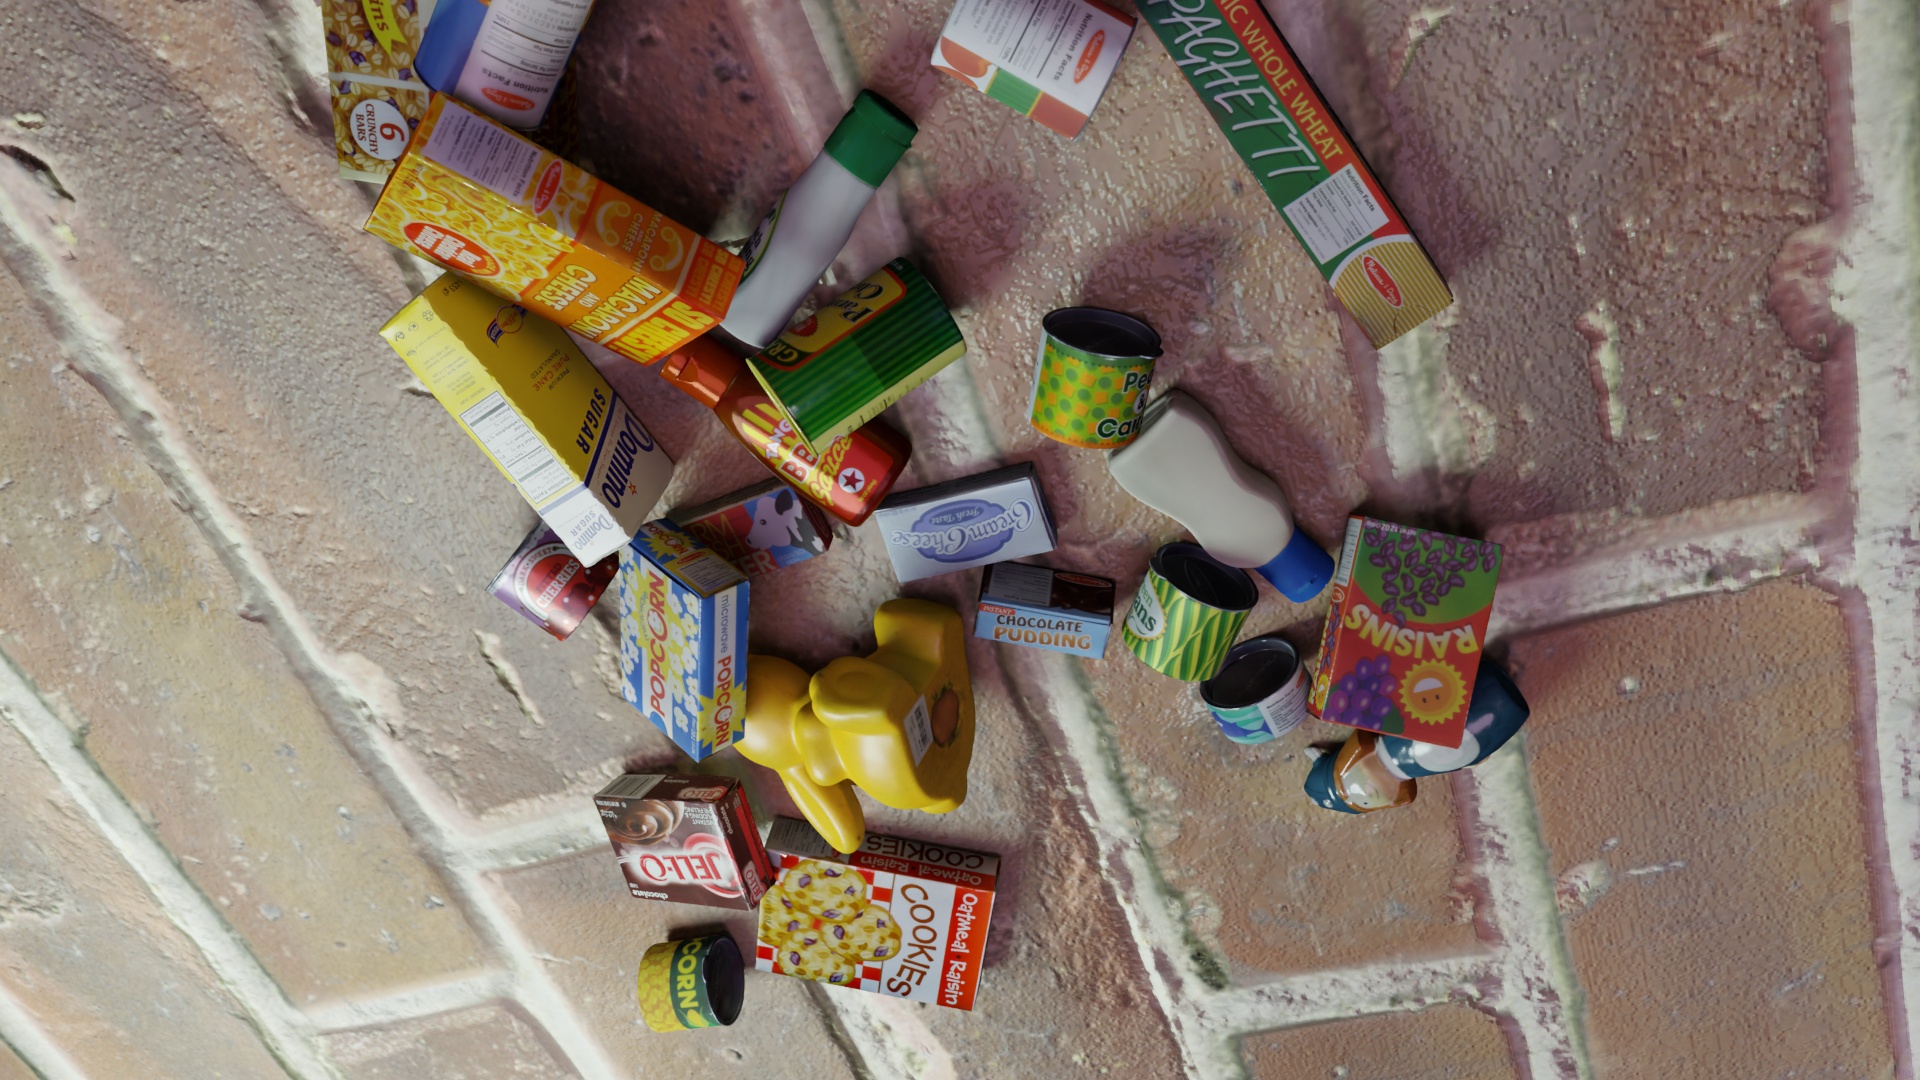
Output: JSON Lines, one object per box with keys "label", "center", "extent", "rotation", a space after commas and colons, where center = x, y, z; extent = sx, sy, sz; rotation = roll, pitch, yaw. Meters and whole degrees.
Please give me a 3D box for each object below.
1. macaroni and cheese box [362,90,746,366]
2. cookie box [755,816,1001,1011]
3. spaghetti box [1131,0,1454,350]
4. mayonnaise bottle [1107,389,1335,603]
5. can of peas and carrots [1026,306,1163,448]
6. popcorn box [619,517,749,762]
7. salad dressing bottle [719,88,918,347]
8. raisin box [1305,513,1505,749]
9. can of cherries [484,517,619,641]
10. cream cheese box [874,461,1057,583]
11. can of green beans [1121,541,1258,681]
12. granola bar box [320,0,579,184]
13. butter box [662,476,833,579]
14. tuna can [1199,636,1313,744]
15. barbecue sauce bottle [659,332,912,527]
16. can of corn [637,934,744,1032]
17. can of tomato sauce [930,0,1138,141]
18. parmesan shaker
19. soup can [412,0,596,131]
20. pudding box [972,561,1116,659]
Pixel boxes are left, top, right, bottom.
{"label": "macaroni and cheese box", "center": [-0.213, -0.156, 0.727], "extent": [0.166, 0.040, 0.123], "rotation": [26, 161, -27]}
{"label": "cookie box", "center": [-0.061, 0.273, 1.015], "extent": [0.167, 0.040, 0.122], "rotation": [10, 120, 3]}
{"label": "spaghetti box", "center": [0.169, -0.209, 0.715], "extent": [0.050, 0.029, 0.249], "rotation": [-33, 111, 23]}
{"label": "mayonnaise bottle", "center": [0.158, -0.021, 0.818], "extent": [0.148, 0.041, 0.064], "rotation": [39, 119, -16]}
{"label": "can of peas and carrots", "center": [0.075, -0.090, 0.773], "extent": [0.071, 0.071, 0.058], "rotation": [10, 121, 2]}
{"label": "popcorn box", "center": [-0.171, 0.060, 0.854], "extent": [0.085, 0.038, 0.126], "rotation": [31, 128, 34]}
{"label": "salad dressing bottle", "center": [-0.080, -0.174, 0.753], "extent": [0.044, 0.064, 0.147], "rotation": [33, 110, -21]}
{"label": "raisin box", "center": [0.261, 0.053, 0.819], "extent": [0.086, 0.040, 0.123], "rotation": [11, 93, 0]}
{"label": "can of cherries", "center": [-0.256, 0.022, 0.879], "extent": [0.058, 0.072, 0.071], "rotation": [38, 117, -14]}
{"label": "cream cheese box", "center": [0.003, -0.011, 0.853], "extent": [0.104, 0.024, 0.053], "rotation": [-12, 118, 14]}
{"label": "can of green beans", "center": [0.138, 0.043, 0.842], "extent": [0.071, 0.071, 0.057], "rotation": [20, 121, -4]}
{"label": "granola bar box", "center": [-0.268, -0.268, 0.733], "extent": [0.124, 0.039, 0.164], "rotation": [9, 120, 1]}
{"label": "butter box", "center": [-0.137, -0.003, 0.876], "extent": [0.103, 0.024, 0.053], "rotation": [-19, 115, 17]}
{"label": "tuna can", "center": [0.184, 0.093, 0.866], "extent": [0.071, 0.071, 0.032], "rotation": [-23, 115, 19]}
{"label": "barbecue sauce bottle", "center": [-0.105, -0.072, 0.821], "extent": [0.148, 0.044, 0.064], "rotation": [33, 113, -11]}
{"label": "can of corn", "center": [-0.205, 0.335, 1.052], "extent": [0.058, 0.071, 0.071], "rotation": [-11, 118, 14]}
{"label": "can of tomato sauce", "center": [0.036, -0.247, 0.691], "extent": [0.083, 0.071, 0.071], "rotation": [26, 120, -7]}
{"label": "parmesan shaker", "center": [-0.057, -0.102, 0.766], "extent": [0.103, 0.071, 0.071], "rotation": [-36, 112, -6]}
{"label": "soup can", "center": [-0.220, -0.255, 0.675], "extent": [0.071, 0.072, 0.083], "rotation": [30, 117, -10]}
{"label": "pudding box", "center": [0.053, 0.042, 0.862], "extent": [0.084, 0.050, 0.030], "rotation": [10, 122, 2]}
